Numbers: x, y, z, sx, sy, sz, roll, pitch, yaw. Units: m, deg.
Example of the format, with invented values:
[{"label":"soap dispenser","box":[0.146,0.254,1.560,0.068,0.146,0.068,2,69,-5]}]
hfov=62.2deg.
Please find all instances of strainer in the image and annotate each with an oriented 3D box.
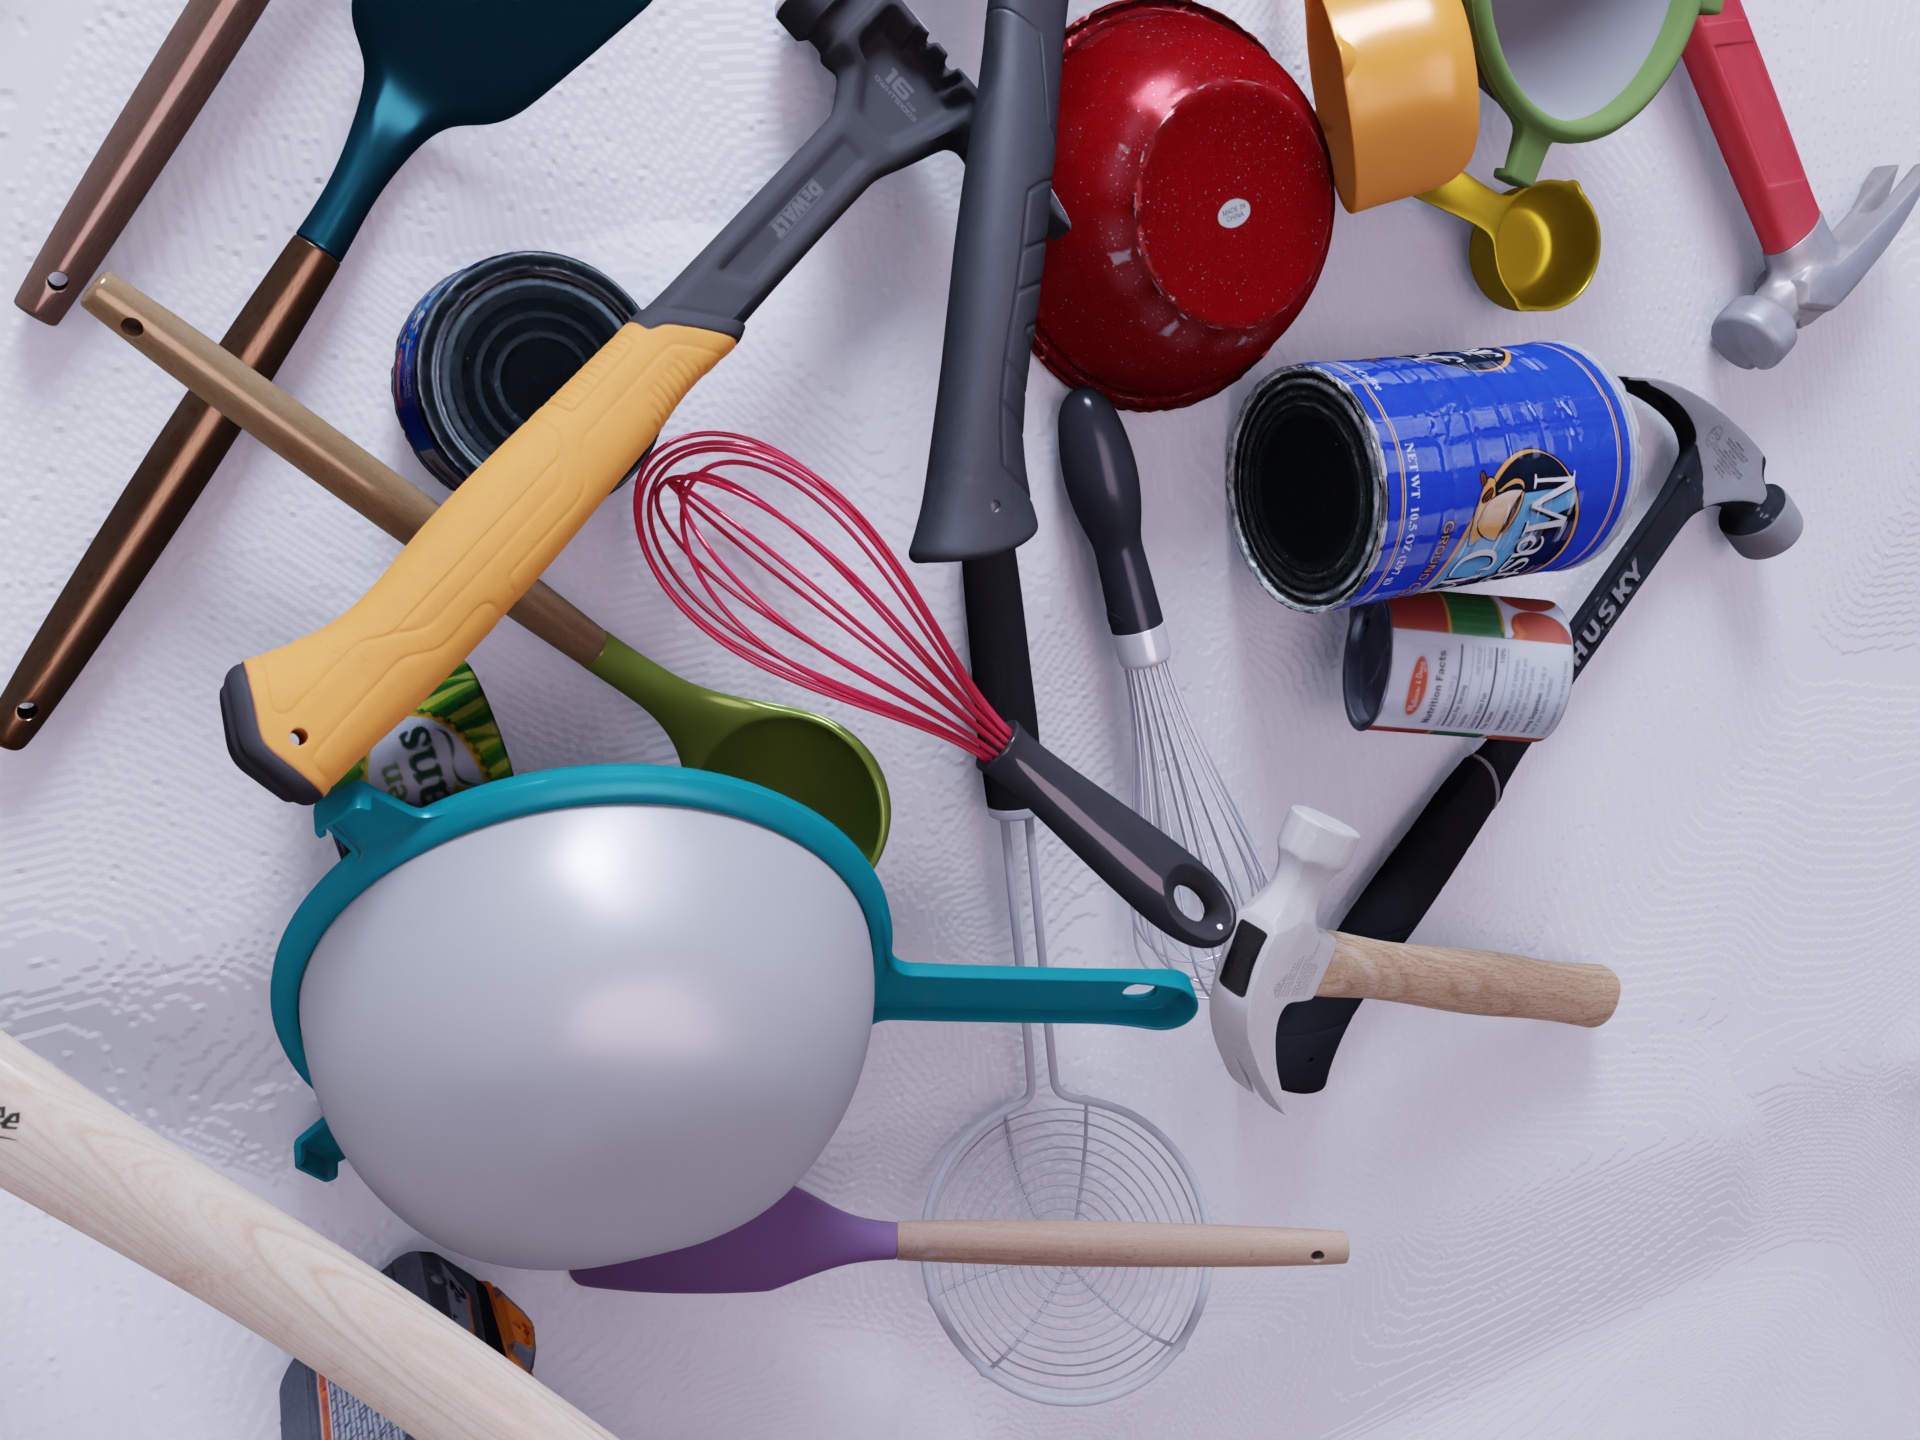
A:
[{"label":"strainer","box":[-0.058,0.124,0.552,0.340,0.095,0.210,4,131,-21]},{"label":"strainer","box":[0.210,-0.352,0.619,0.151,0.069,0.256,-43,124,-16]}]

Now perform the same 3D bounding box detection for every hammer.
[{"label":"hammer","box":[0.016,-0.217,0.530,0.146,0.035,0.335,7,89,-34]},{"label":"hammer","box":[0.230,0.125,0.760,0.331,0.031,0.130,14,103,-43]},{"label":"hammer","box":[-0.097,-0.103,0.510,0.127,0.034,0.337,45,68,-18]},{"label":"hammer","box":[-0.208,0.153,0.472,0.410,0.038,0.146,36,98,-7]},{"label":"hammer","box":[0.338,-0.353,0.722,0.143,0.038,0.386,-47,119,-11]},{"label":"hammer","box":[0.267,0.012,0.787,0.149,0.036,0.409,39,84,-29]}]

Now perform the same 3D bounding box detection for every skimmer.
[{"label":"skimmer","box":[0.032,0.103,0.656,0.127,0.090,0.363,-7,106,0]}]

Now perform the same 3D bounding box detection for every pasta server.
[{"label":"pasta server","box":[-0.195,-0.256,0.479,0.060,0.040,0.316,32,92,-31]}]

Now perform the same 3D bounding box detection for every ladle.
[{"label":"ladle","box":[-0.143,-0.032,0.532,0.078,0.062,0.319,-40,126,14]}]

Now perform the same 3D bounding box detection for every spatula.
[{"label":"spatula","box":[0.000,0.208,0.641,0.316,0.018,0.059,2,104,-2]},{"label":"spatula","box":[-0.213,-0.125,0.493,0.082,0.044,0.317,32,89,-36]}]

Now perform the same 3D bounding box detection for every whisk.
[{"label":"whisk","box":[-0.001,-0.002,0.599,0.295,0.073,0.073,39,84,-18]},{"label":"whisk","box":[0.085,-0.002,0.677,0.070,0.070,0.284,-23,109,-21]}]

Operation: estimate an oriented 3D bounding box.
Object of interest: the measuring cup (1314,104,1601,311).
[{"label":"measuring cup","box":[0.214,-0.231,0.704,0.156,0.029,0.062,21,93,-19]}]

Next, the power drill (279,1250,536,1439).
[{"label":"power drill","box":[-0.137,0.312,0.584,0.084,0.164,0.226,-44,117,-9]}]

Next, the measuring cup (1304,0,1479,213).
[{"label":"measuring cup","box":[0.161,-0.289,0.618,0.052,0.095,0.173,-10,90,9]}]
